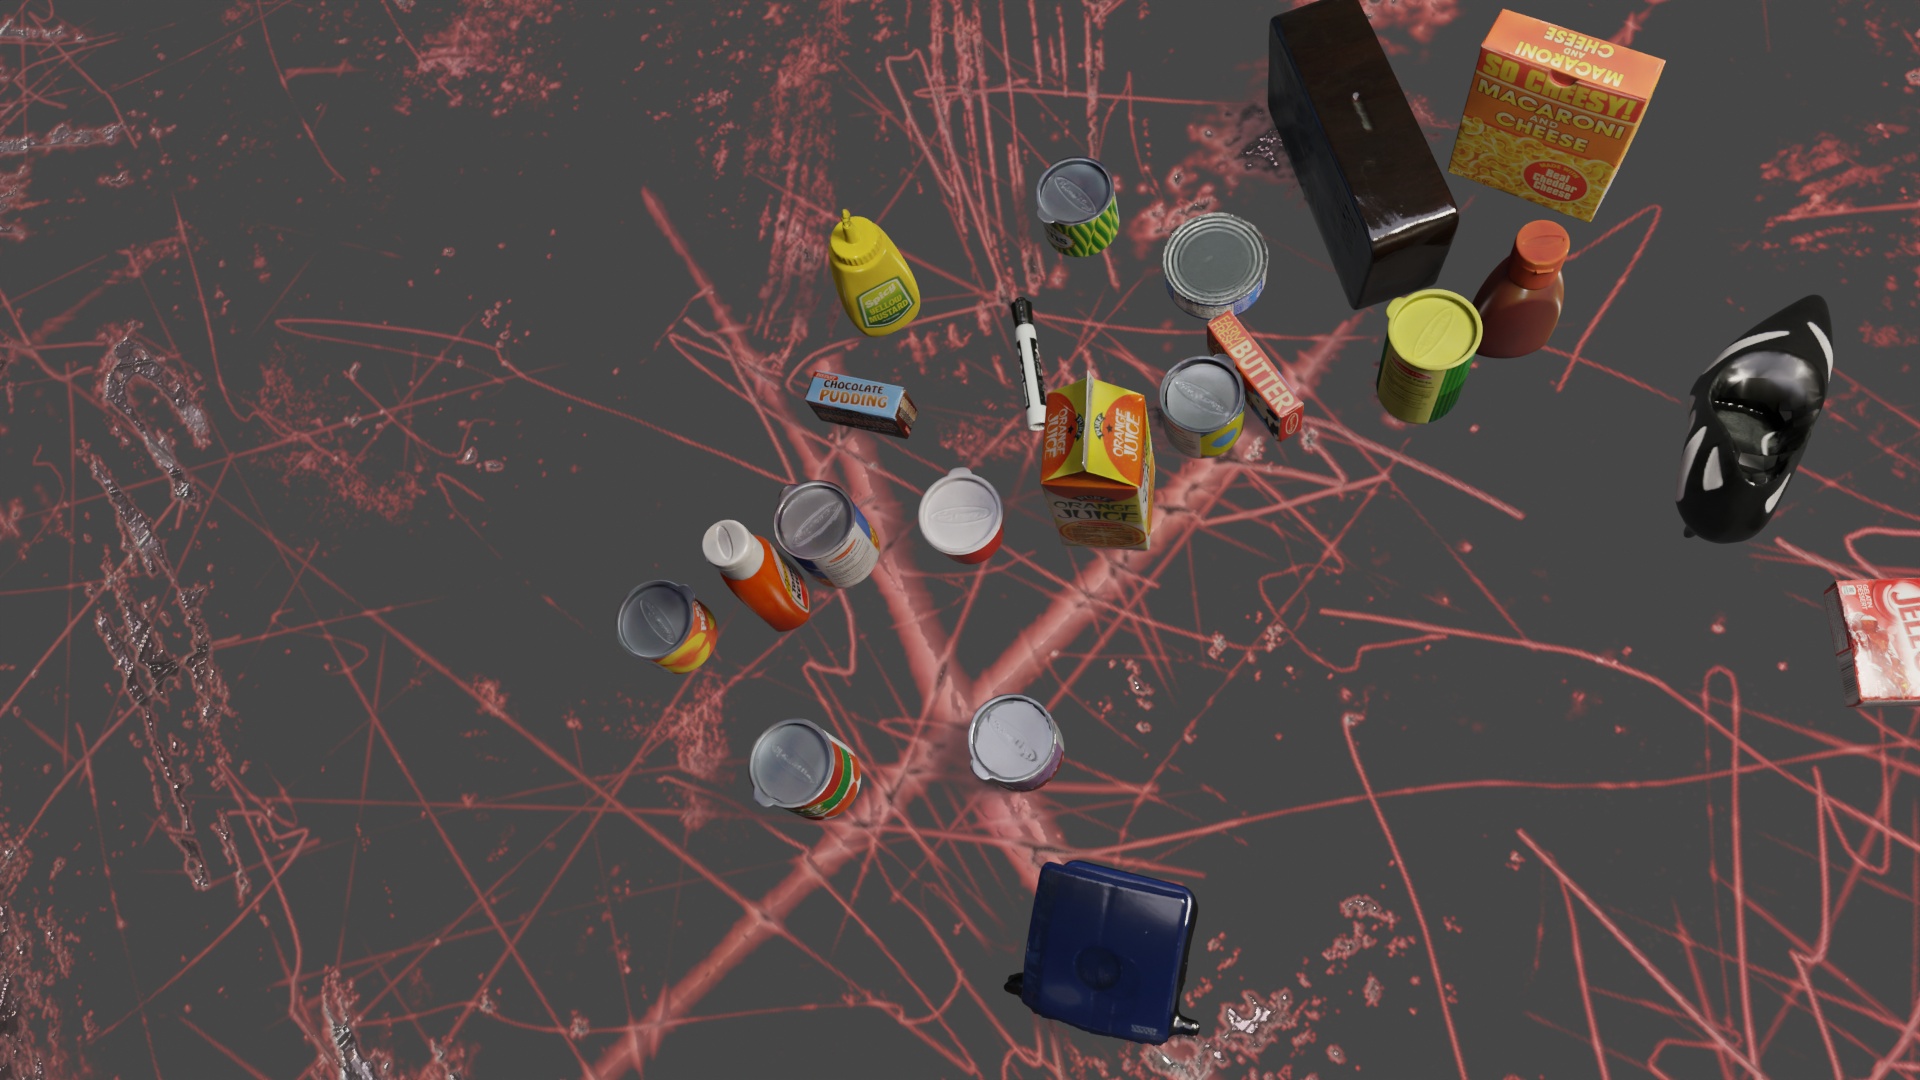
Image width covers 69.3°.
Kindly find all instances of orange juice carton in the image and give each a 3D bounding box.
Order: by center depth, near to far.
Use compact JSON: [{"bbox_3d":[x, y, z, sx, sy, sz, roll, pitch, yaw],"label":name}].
[{"bbox_3d":[0.103,-0.056,1.038,0.073,0.192,0.072,2,73,12],"label":"orange juice carton"}]

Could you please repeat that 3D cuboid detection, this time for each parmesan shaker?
[{"bbox_3d":[0.355,-0.141,1.067,0.071,0.103,0.071,-3,71,10],"label":"parmesan shaker"}]

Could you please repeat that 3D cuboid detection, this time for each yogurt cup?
[{"bbox_3d":[0.004,-0.014,1.117,0.072,0.054,0.072,-3,71,10],"label":"yogurt cup"}]

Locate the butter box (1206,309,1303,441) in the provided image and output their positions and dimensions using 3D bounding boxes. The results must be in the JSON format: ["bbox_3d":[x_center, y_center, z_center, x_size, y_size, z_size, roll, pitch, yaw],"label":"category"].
[{"bbox_3d":[0.235,-0.132,1.113,0.024,0.053,0.104,-32,69,-1],"label":"butter box"}]

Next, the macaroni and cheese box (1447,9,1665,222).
[{"bbox_3d":[0.455,-0.324,1.076,0.124,0.166,0.040,27,79,18],"label":"macaroni and cheese box"}]

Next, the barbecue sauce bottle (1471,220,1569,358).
[{"bbox_3d":[0.423,-0.187,1.045,0.065,0.148,0.044,-4,71,10],"label":"barbecue sauce bottle"}]

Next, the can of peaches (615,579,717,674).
[{"bbox_3d":[-0.237,0.070,1.132,0.071,0.058,0.071,-3,71,10],"label":"can of peaches"}]

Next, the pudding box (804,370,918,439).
[{"bbox_3d":[-0.083,-0.115,1.170,0.084,0.049,0.030,13,75,15],"label":"pudding box"}]

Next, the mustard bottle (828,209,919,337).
[{"bbox_3d":[-0.077,-0.225,1.147,0.065,0.160,0.049,-28,69,1],"label":"mustard bottle"}]

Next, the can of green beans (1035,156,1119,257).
[{"bbox_3d":[0.101,-0.284,1.189,0.071,0.057,0.071,-3,71,10],"label":"can of green beans"}]

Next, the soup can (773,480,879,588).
[{"bbox_3d":[-0.108,-0.006,1.119,0.071,0.083,0.071,-3,71,10],"label":"soup can"}]

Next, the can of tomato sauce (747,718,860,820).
[{"bbox_3d":[-0.118,0.178,1.059,0.071,0.083,0.071,-3,71,10],"label":"can of tomato sauce"}]

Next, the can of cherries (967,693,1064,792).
[{"bbox_3d":[0.041,0.155,1.050,0.071,0.058,0.071,-3,71,10],"label":"can of cherries"}]

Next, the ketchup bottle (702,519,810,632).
[{"bbox_3d":[-0.160,0.025,1.084,0.043,0.148,0.065,-23,69,3],"label":"ketchup bottle"}]

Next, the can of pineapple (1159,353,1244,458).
[{"bbox_3d":[0.195,-0.107,1.110,0.071,0.057,0.071,-3,71,10],"label":"can of pineapple"}]
